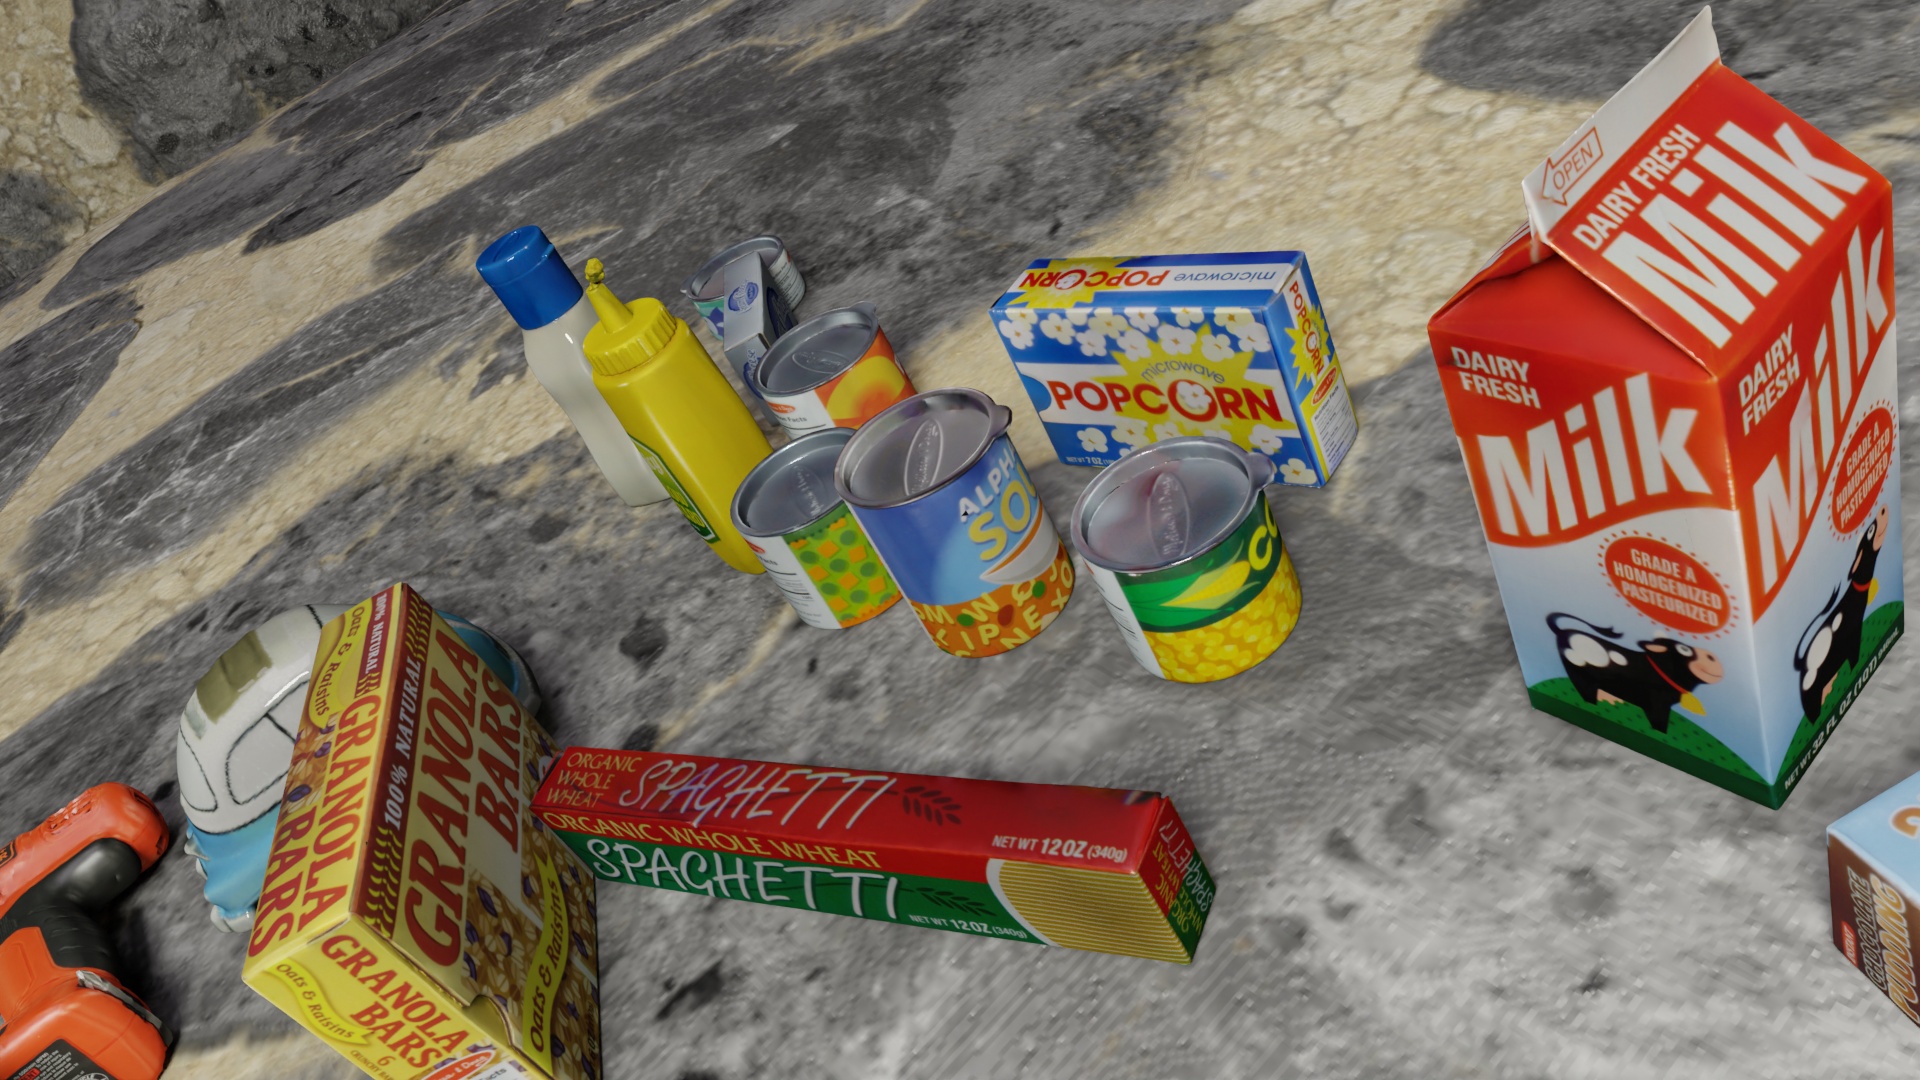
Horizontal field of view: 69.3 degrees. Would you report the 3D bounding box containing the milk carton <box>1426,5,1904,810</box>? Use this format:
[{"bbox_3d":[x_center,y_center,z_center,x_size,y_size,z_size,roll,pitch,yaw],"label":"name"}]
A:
[{"bbox_3d":[0.176,-0.027,0.344,0.072,0.189,0.073,-43,37,-18],"label":"milk carton"}]

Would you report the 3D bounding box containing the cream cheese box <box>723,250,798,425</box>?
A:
[{"bbox_3d":[-0.107,-0.112,0.759,0.024,0.053,0.104,-24,36,8],"label":"cream cheese box"}]

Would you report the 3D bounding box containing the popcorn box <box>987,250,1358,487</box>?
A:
[{"bbox_3d":[0.084,-0.068,0.548,0.126,0.085,0.038,8,50,40],"label":"popcorn box"}]

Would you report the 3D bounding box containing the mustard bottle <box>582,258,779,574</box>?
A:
[{"bbox_3d":[-0.123,-0.056,0.610,0.049,0.159,0.065,-41,37,-15],"label":"mustard bottle"}]

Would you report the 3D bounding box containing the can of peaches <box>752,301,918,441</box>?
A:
[{"bbox_3d":[-0.055,-0.071,0.670,0.071,0.058,0.071,-19,37,15],"label":"can of peaches"}]

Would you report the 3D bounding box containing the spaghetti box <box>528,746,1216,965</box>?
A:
[{"bbox_3d":[-0.042,0.100,0.459,0.250,0.050,0.029,-2,44,33],"label":"spaghetti box"}]

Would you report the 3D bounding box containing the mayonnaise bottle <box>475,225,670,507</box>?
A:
[{"bbox_3d":[-0.187,-0.089,0.705,0.041,0.147,0.065,-14,38,22],"label":"mayonnaise bottle"}]

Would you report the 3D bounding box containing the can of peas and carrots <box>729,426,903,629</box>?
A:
[{"bbox_3d":[-0.053,-0.006,0.588,0.071,0.058,0.071,-19,37,15],"label":"can of peas and carrots"}]

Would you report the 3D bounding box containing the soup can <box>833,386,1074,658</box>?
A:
[{"bbox_3d":[0.002,-0.007,0.530,0.071,0.083,0.072,-19,37,15],"label":"soup can"}]

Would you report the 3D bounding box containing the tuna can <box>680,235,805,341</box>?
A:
[{"bbox_3d":[-0.132,-0.152,0.843,0.071,0.032,0.071,-19,37,15],"label":"tuna can"}]

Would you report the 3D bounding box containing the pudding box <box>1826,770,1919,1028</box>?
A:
[{"bbox_3d":[0.238,0.066,0.308,0.084,0.049,0.030,-31,35,-2],"label":"pudding box"}]

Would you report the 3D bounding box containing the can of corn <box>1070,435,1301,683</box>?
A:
[{"bbox_3d":[0.082,0.006,0.481,0.071,0.058,0.071,-19,37,15],"label":"can of corn"}]

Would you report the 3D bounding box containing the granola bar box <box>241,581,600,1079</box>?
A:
[{"bbox_3d":[-0.173,0.108,0.475,0.039,0.123,0.166,-28,35,2],"label":"granola bar box"}]
